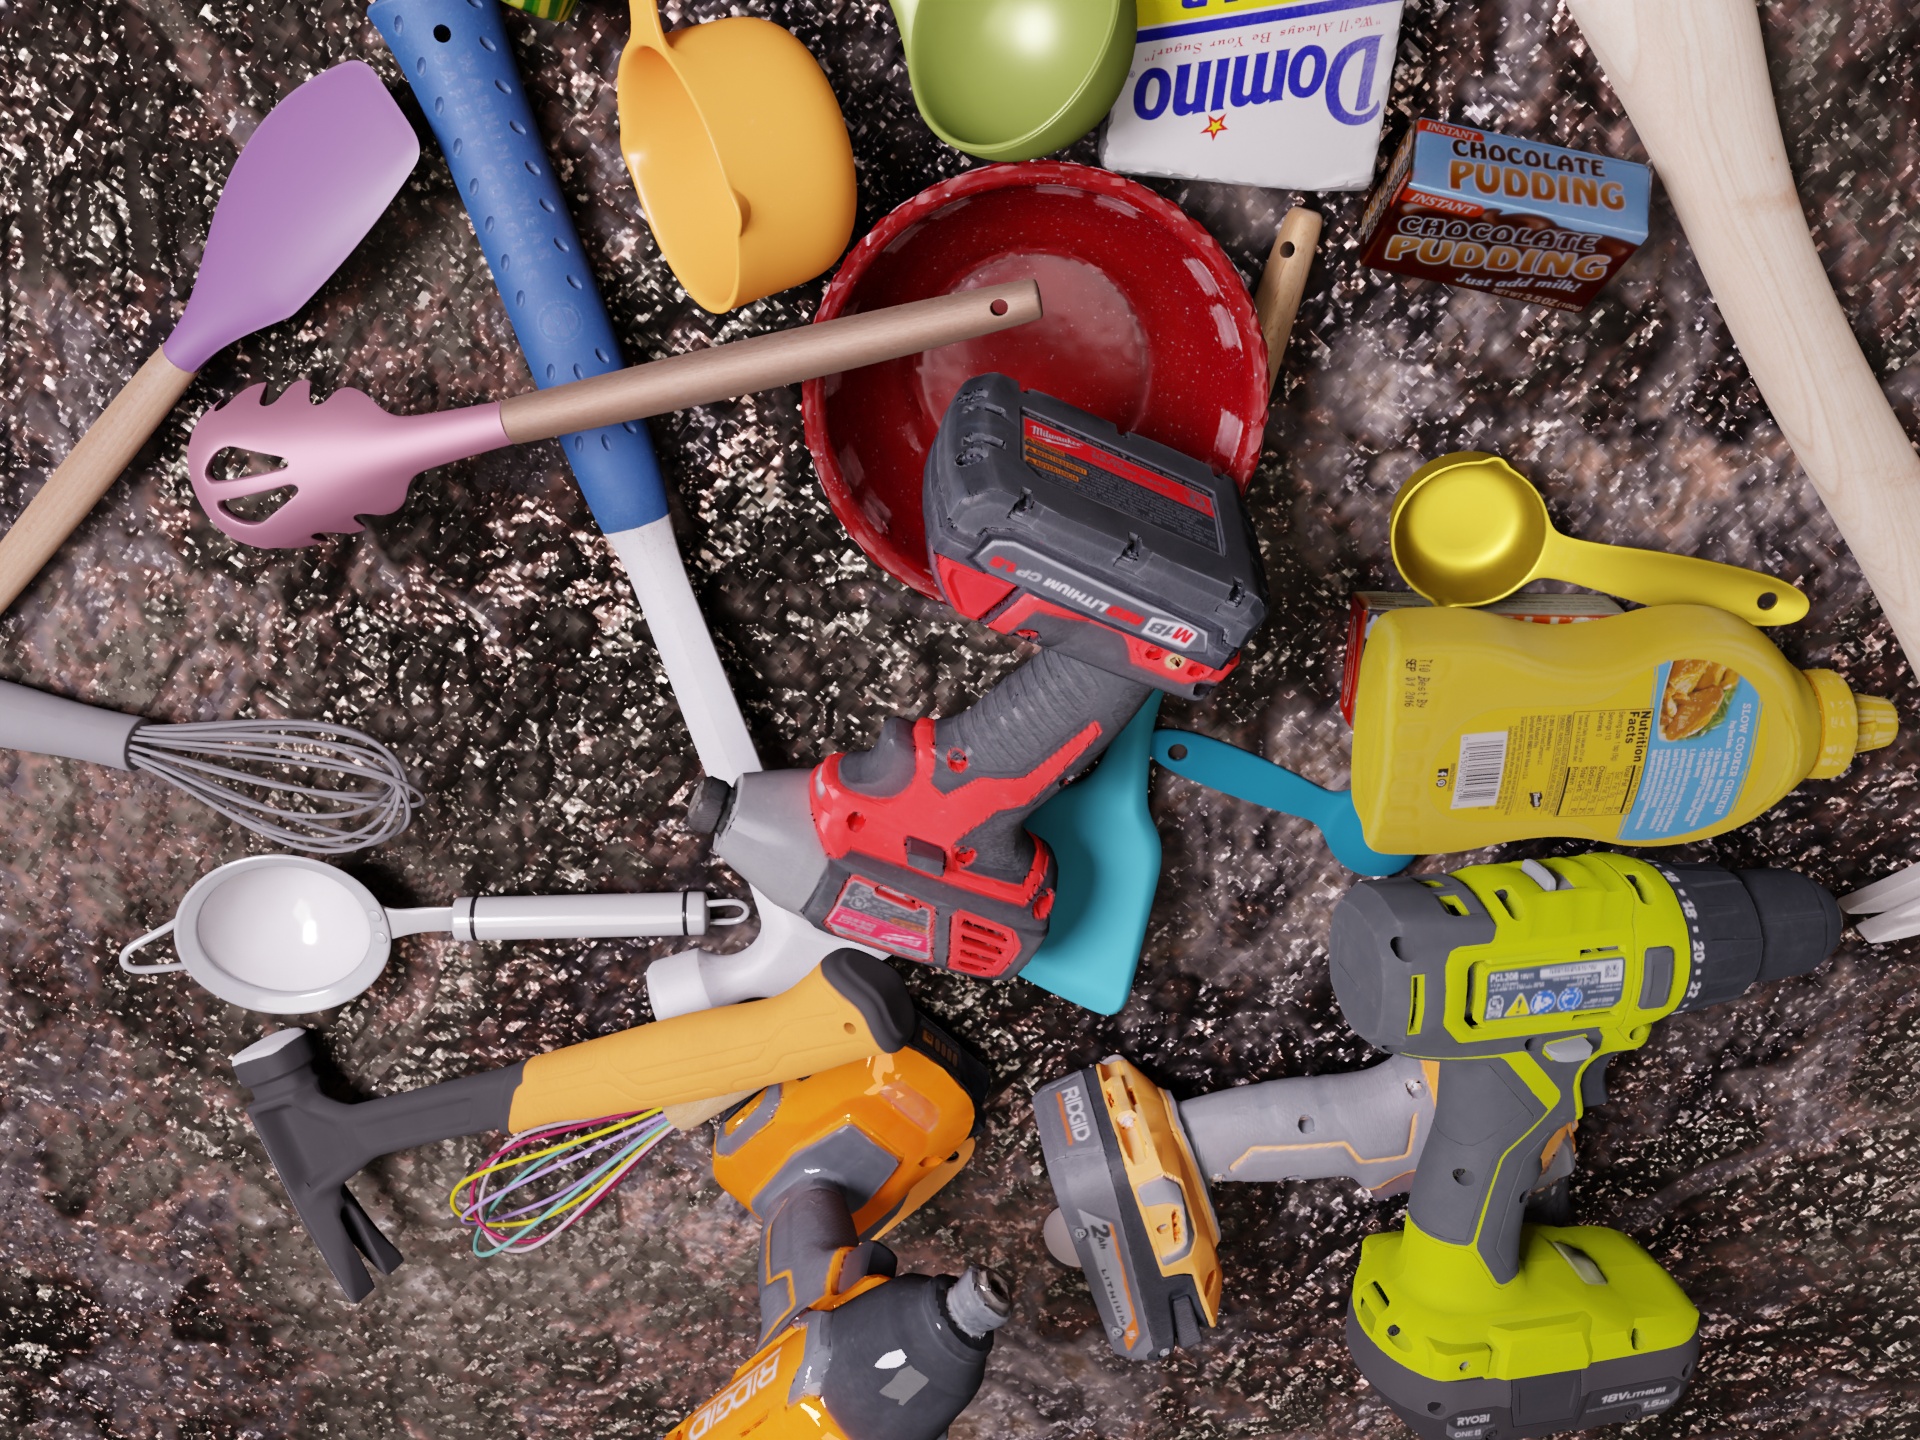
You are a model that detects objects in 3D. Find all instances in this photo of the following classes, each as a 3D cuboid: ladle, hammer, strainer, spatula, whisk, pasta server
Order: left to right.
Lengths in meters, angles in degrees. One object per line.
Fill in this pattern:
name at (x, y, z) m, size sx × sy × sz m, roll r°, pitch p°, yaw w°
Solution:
whisk at (-0.338, 0.010, 0.654) m, size 0.239 × 0.055 × 0.055 m, roll 13°, pitch 115°, yaw 1°
spatula at (-0.304, -0.120, 0.591) m, size 0.316 × 0.018 × 0.060 m, roll -39°, pitch 81°, yaw 23°
strainer at (-0.221, 0.086, 0.687) m, size 0.258 × 0.050 × 0.086 m, roll -1°, pitch 123°, yaw -4°
hammer at (-0.163, 0.160, 0.664) m, size 0.337 × 0.034 × 0.127 m, roll -19°, pitch 99°, yaw 26°
pasta server at (-0.127, -0.110, 0.545) m, size 0.316 × 0.040 × 0.060 m, roll -11°, pitch 111°, yaw 9°
whisk at (-0.144, 0.182, 0.712) m, size 0.245 × 0.051 × 0.047 m, roll -33°, pitch 102°, yaw 25°
hammer at (-0.113, -0.067, 0.605) m, size 0.144 × 0.035 × 0.405 m, roll -18°, pitch 112°, yaw -1°
ladle at (-0.081, -0.286, 0.483) m, size 0.320 × 0.062 × 0.078 m, roll 36°, pitch 108°, yaw -7°
spatula at (0.078, -0.038, 0.615) m, size 0.082 × 0.044 × 0.317 m, roll 26°, pitch 115°, yaw 23°
hammer at (0.324, -0.091, 0.588) m, size 0.146 × 0.038 × 0.410 m, roll -33°, pitch 110°, yaw 17°

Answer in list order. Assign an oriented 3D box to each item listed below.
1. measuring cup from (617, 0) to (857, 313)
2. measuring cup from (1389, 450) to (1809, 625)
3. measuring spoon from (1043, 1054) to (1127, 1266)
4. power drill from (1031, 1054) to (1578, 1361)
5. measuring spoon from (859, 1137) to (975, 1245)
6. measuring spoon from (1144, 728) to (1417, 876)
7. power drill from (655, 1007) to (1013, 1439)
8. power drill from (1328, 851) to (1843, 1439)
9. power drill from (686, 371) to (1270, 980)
measuring cup at (-0.075, -0.219, 0.501) m, size 0.052 × 0.095 × 0.173 m, roll -23°, pitch 129°, yaw -23°
measuring cup at (0.239, -0.063, 0.600) m, size 0.156 × 0.029 × 0.062 m, roll 13°, pitch 117°, yaw 1°
measuring spoon at (0.063, 0.211, 0.749) m, size 0.034 × 0.018 × 0.124 m, roll 8°, pitch 115°, yaw -2°
power drill at (0.164, 0.208, 0.709) m, size 0.226 × 0.084 × 0.185 m, roll -19°, pitch 114°, yaw 2°
measuring spoon at (-0.033, 0.237, 0.768) m, size 0.021 × 0.011 × 0.117 m, roll 38°, pitch 111°, yaw -15°
measuring spoon at (0.135, 0.034, 0.660) m, size 0.128 × 0.021 × 0.042 m, roll 21°, pitch 115°, yaw -8°
power drill at (-0.042, 0.208, 0.635) m, size 0.084 × 0.227 × 0.164 m, roll 42°, pitch 110°, yaw -17°
power drill at (0.239, 0.159, 0.622) m, size 0.190 × 0.080 × 0.228 m, roll -4°, pitch 110°, yaw -9°
power drill at (-0.001, -0.002, 0.561) m, size 0.143 × 0.079 × 0.219 m, roll 21°, pitch 127°, yaw -15°
